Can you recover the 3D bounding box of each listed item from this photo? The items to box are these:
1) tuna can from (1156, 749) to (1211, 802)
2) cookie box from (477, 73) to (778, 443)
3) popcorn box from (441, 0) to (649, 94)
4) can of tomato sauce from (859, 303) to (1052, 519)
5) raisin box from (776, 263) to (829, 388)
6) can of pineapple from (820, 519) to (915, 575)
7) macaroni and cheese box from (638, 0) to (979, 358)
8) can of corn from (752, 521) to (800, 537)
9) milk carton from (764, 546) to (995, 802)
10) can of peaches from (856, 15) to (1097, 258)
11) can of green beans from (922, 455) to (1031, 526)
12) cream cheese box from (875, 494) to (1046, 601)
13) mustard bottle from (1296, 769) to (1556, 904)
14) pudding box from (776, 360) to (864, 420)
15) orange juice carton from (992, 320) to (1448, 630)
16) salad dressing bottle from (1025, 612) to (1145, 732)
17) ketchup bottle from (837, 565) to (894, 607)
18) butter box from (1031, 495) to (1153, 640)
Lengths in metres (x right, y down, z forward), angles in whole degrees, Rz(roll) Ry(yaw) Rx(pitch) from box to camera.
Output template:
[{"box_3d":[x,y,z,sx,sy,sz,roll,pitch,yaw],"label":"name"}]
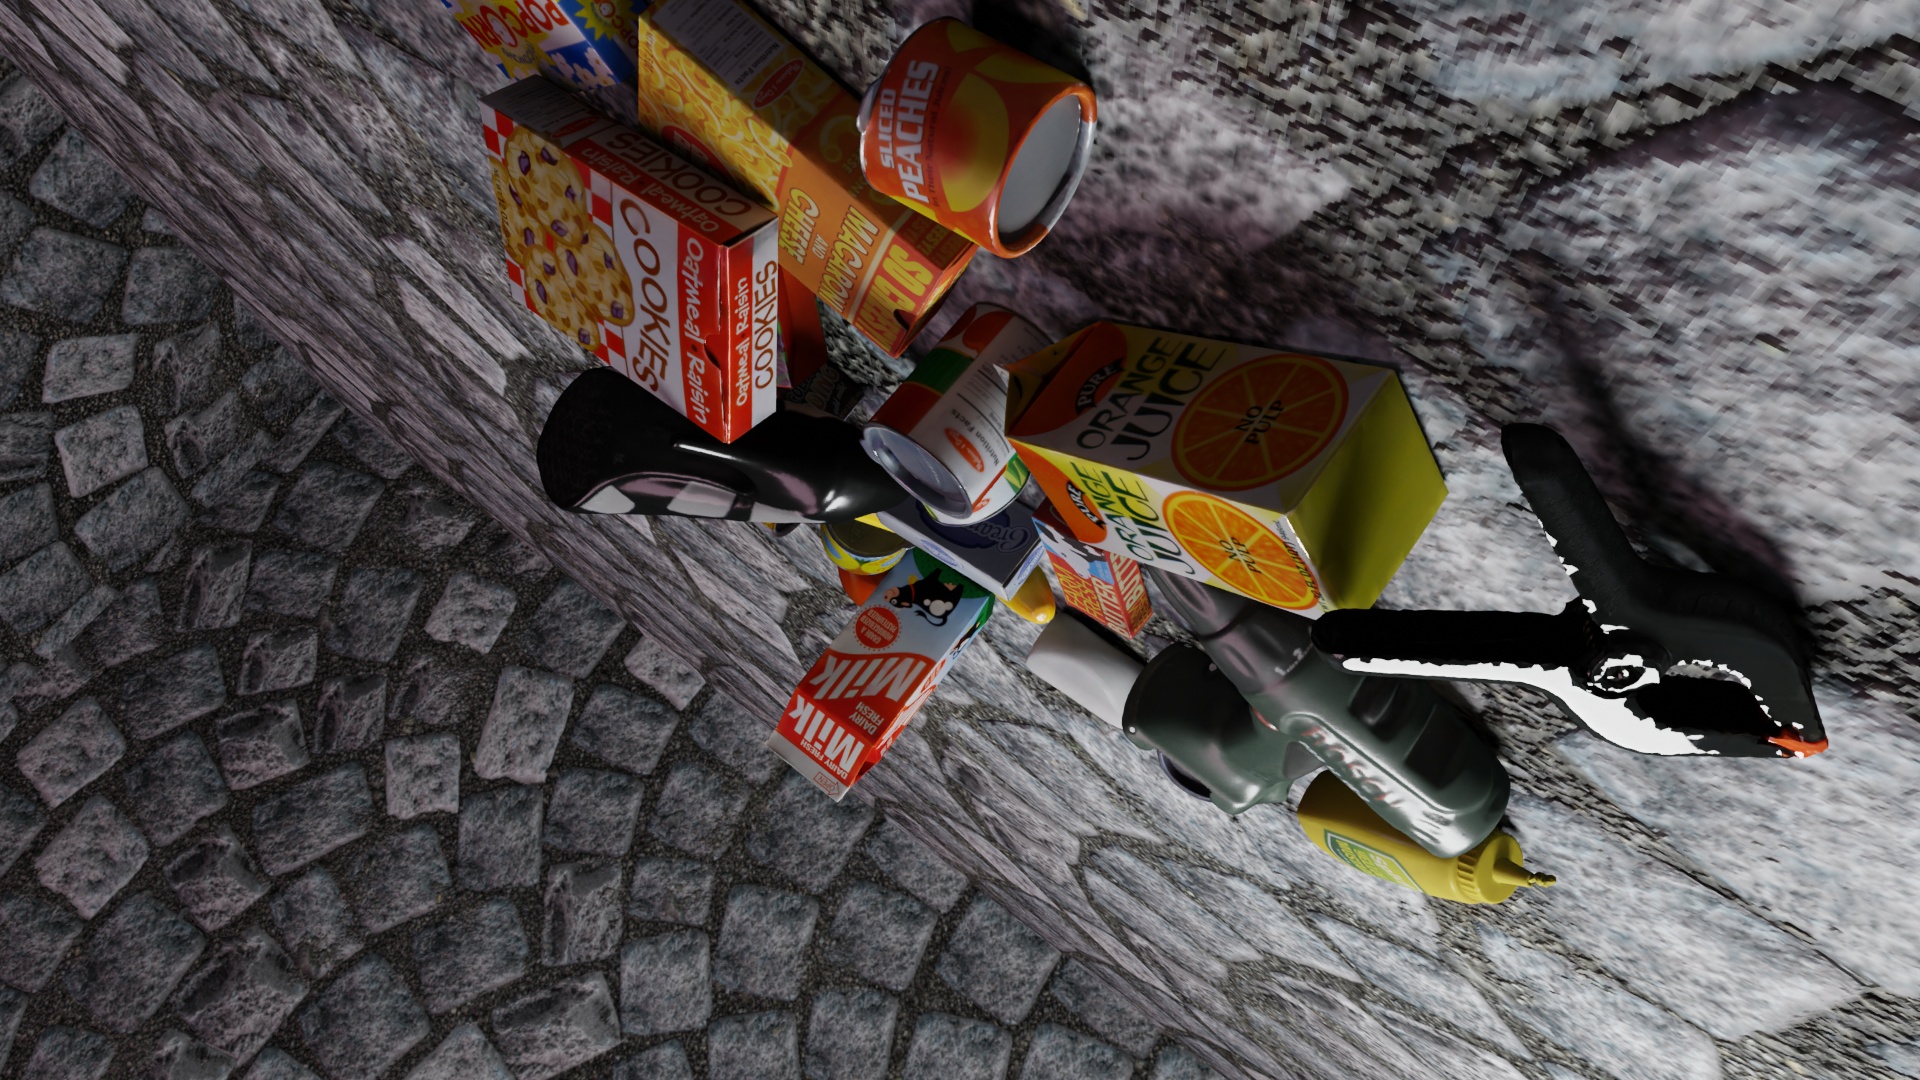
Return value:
[{"box_3d":[0.162,0.129,0.879,0.071,0.033,0.070,15,127,22],"label":"tuna can"},{"box_3d":[-0.164,-0.139,0.692,0.168,0.040,0.122,34,142,21],"label":"cookie box"},{"box_3d":[-0.204,-0.261,0.671,0.127,0.038,0.085,17,153,52],"label":"popcorn box"},{"box_3d":[0.003,-0.063,0.671,0.071,0.083,0.071,35,163,13],"label":"can of tomato sauce"},{"box_3d":[-0.140,-0.134,0.760,0.123,0.040,0.085,11,127,28],"label":"raisin box"},{"box_3d":[-0.063,-0.012,0.973,0.071,0.071,0.057,38,164,2],"label":"can of pineapple"},{"box_3d":[-0.073,-0.166,0.639,0.166,0.040,0.123,40,164,-3],"label":"macaroni and cheese box"},{"box_3d":[-0.144,-0.046,1.062,0.058,0.071,0.071,34,162,14],"label":"can of corn"},{"box_3d":[-0.057,0.095,1.020,0.072,0.191,0.073,36,163,11],"label":"milk carton"},{"box_3d":[0.006,-0.140,0.487,0.058,0.071,0.071,32,162,18],"label":"can of peaches"},{"box_3d":[-0.003,-0.051,0.745,0.071,0.071,0.057,21,155,45],"label":"can of green beans"},{"box_3d":[0.003,-0.011,0.858,0.104,0.053,0.024,31,161,24],"label":"cream cheese box"},{"box_3d":[0.265,0.172,0.788,0.065,0.049,0.160,45,163,-24],"label":"mustard bottle"},{"box_3d":[-0.099,-0.078,0.847,0.049,0.084,0.030,43,130,-10],"label":"pudding box"},{"box_3d":[0.091,-0.035,0.575,0.193,0.073,0.071,20,156,48],"label":"orange juice carton"},{"box_3d":[0.116,0.107,0.945,0.148,0.044,0.064,34,157,11],"label":"salad dressing bottle"},{"box_3d":[-0.069,0.015,1.095,0.065,0.044,0.148,35,163,11],"label":"ketchup bottle"},{"box_3d":[0.079,0.015,0.817,0.053,0.024,0.103,29,160,32],"label":"butter box"}]
